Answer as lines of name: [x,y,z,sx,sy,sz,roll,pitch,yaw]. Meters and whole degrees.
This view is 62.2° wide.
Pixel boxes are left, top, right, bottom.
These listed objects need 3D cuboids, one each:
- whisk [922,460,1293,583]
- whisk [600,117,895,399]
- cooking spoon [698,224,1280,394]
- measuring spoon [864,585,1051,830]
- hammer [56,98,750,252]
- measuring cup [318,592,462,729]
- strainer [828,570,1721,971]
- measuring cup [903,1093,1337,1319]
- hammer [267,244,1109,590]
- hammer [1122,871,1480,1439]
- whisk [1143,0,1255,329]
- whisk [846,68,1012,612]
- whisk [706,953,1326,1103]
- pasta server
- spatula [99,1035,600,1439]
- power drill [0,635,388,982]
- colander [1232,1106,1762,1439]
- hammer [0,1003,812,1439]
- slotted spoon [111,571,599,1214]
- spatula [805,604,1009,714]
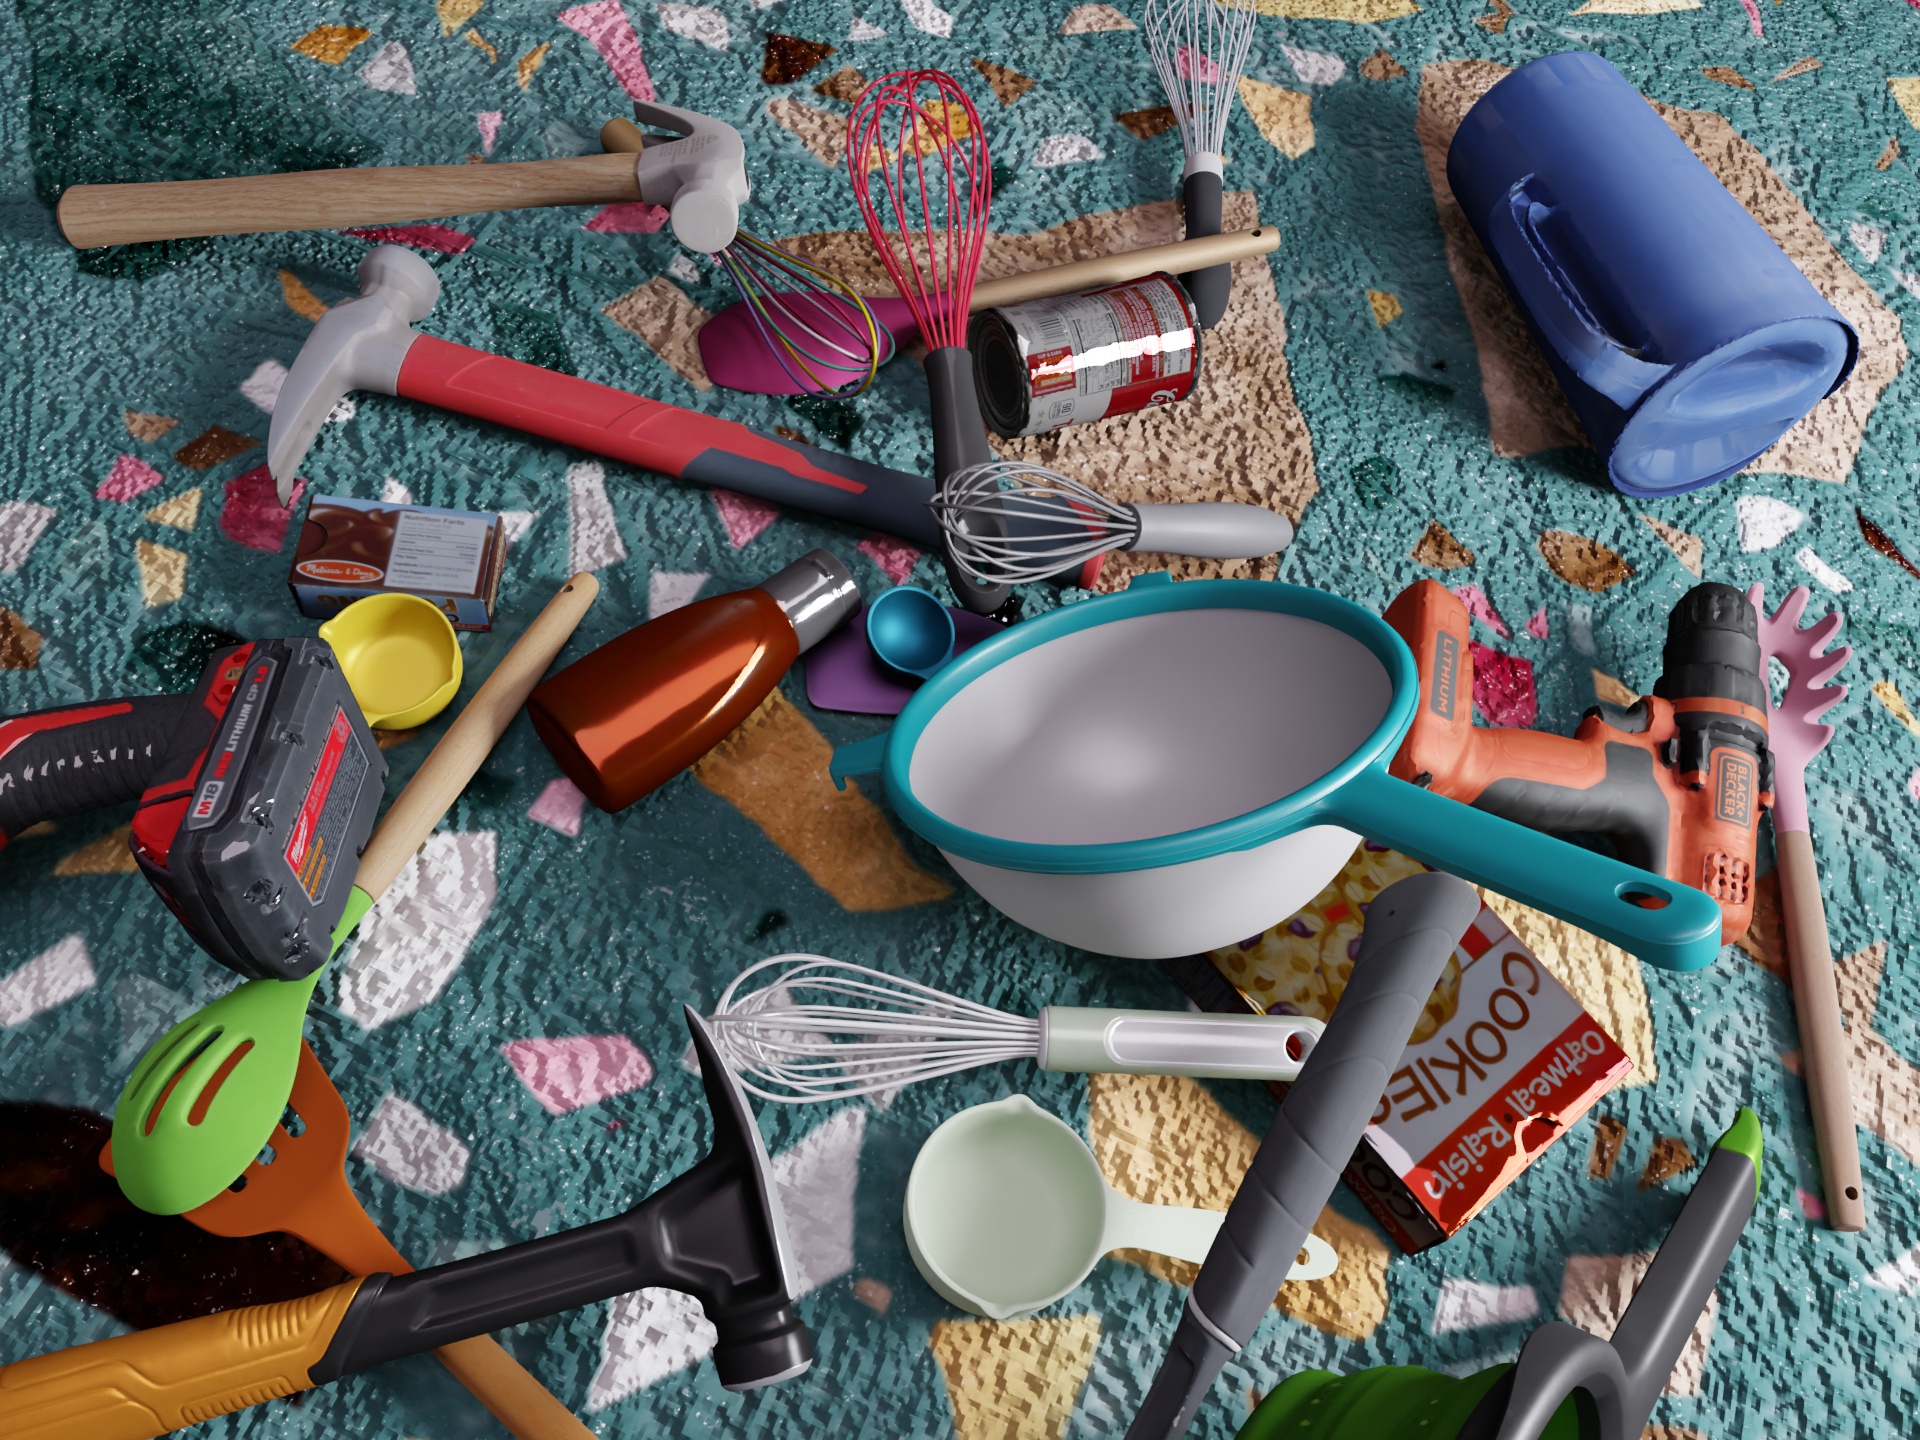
whisk: [0.079,-0.090,0.732,0.239,0.055,0.055,-4,58,-42]
whisk: [-0.114,-0.246,0.815,0.051,0.047,0.245,-34,62,-17]
cooking spoon: [0.020,-0.225,0.839,0.319,0.017,0.069,-14,63,-10]
measuring spoon: [-0.001,-0.002,0.716,0.042,0.021,0.128,-34,89,-29]
hammer: [-0.268,-0.258,0.775,0.331,0.031,0.130,-4,40,1]
measuring cup: [-0.259,0.020,0.662,0.062,0.029,0.157,21,70,2]
strainer: [0.119,0.047,0.596,0.211,0.095,0.341,-31,33,-27]
measuring cup: [0.059,0.196,0.608,0.167,0.038,0.083,12,59,-6]
hammer: [-0.121,-0.116,0.754,0.386,0.038,0.143,16,60,-2]
hammer: [0.076,0.212,0.519,0.036,0.149,0.409,43,64,-13]
whisk: [0.142,-0.343,0.932,0.070,0.070,0.285,7,64,-7]
whisk: [-0.008,-0.189,0.757,0.073,0.073,0.296,-4,72,-13]
whisk: [0.024,0.123,0.619,0.246,0.059,0.058,3,76,-2]
pasta server: [0.395,0.075,0.743,0.060,0.040,0.316,5,60,7]
spatula: [-0.167,0.226,0.557,0.323,0.041,0.081,40,63,8]
power drill: [-0.339,0.036,0.580,0.219,0.078,0.143,0,49,2]
colander: [0.185,0.249,0.568,0.094,0.204,0.397,14,33,38]
hammer: [-0.225,0.197,0.520,0.337,0.034,0.127,-14,77,-8]
slotted spoon: [-0.228,0.048,0.636,0.070,0.031,0.314,9,50,23]
spatula: [0.085,-0.025,0.752,0.316,0.018,0.060,2,63,-9]
